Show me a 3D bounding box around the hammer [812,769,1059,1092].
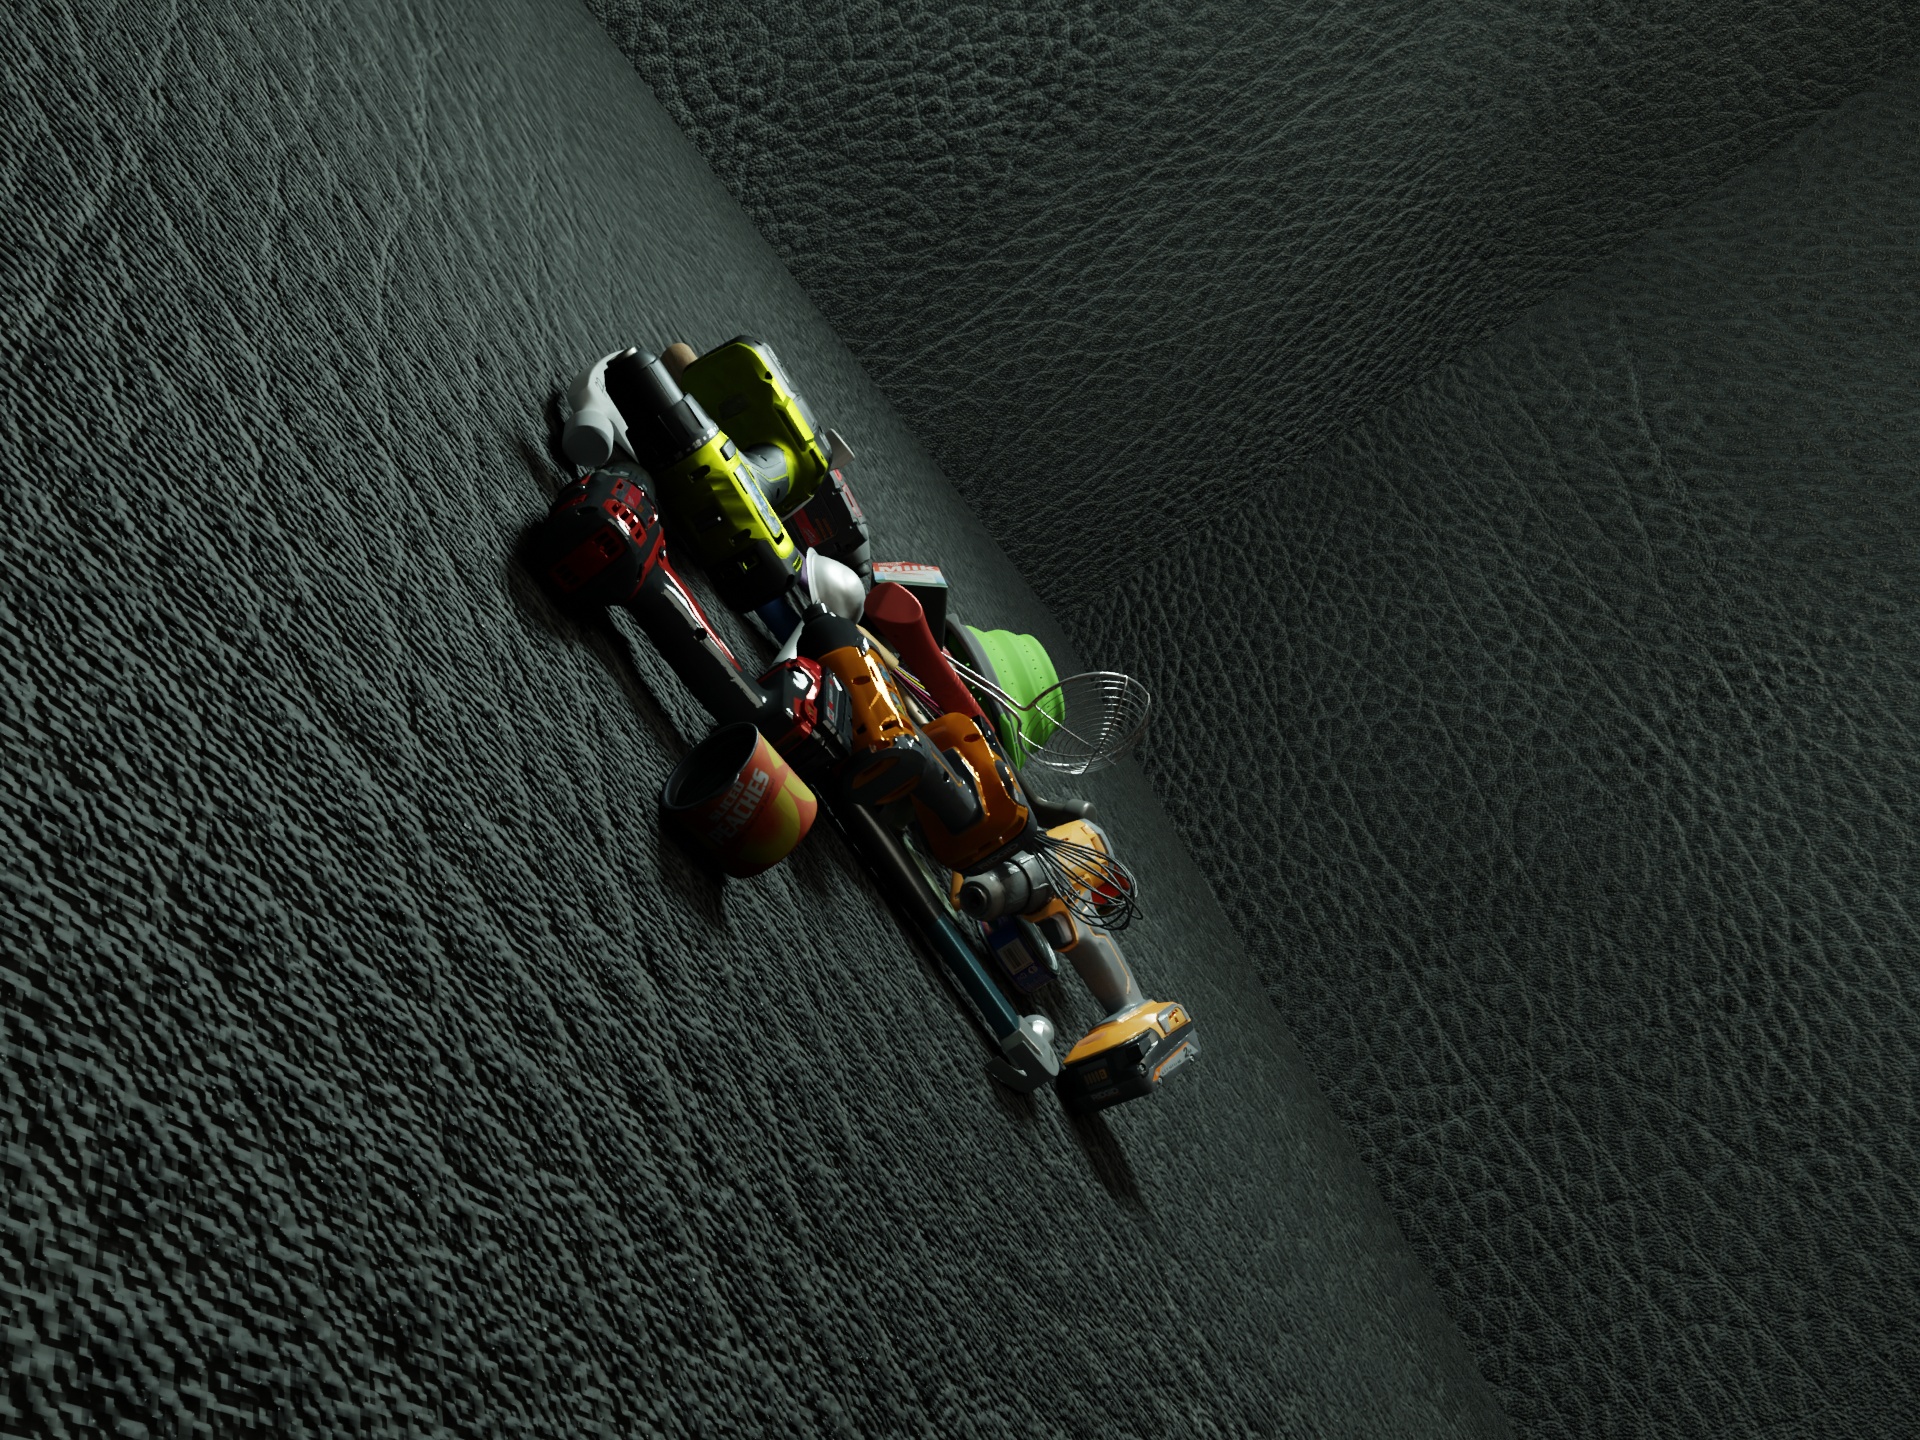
[{"bbox_3d":[-0.029,0.134,1.160,0.331,0.033,0.128,55,8,-8],"label":"hammer"}]

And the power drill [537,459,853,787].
[{"bbox_3d":[-0.167,-0.065,0.999,0.226,0.080,0.188,50,10,-19],"label":"power drill"}]

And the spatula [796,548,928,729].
[{"bbox_3d":[-0.110,-0.091,1.391,0.059,0.018,0.316,16,27,-48],"label":"spatula"}]

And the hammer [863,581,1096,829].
[{"bbox_3d":[-0.002,-0.005,1.410,0.149,0.037,0.358,11,-26,33],"label":"hammer"}]

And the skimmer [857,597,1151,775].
[{"bbox_3d":[0.004,-0.065,1.484,0.363,0.127,0.090,32,41,7],"label":"skimmer"}]

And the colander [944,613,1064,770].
[{"bbox_3d":[0.021,-0.069,1.783,0.398,0.094,0.204,-126,-160,-52],"label":"colander"}]

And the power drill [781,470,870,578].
[{"bbox_3d":[-0.141,-0.209,1.632,0.143,0.078,0.220,63,5,-4],"label":"power drill"}]

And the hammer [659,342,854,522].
[{"bbox_3d":[-0.209,-0.263,1.416,0.031,0.130,0.332,48,1,-42],"label":"hammer"}]

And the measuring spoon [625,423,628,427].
[{"bbox_3d":[-0.244,-0.201,1.273,0.124,0.018,0.034,55,15,-56],"label":"measuring spoon"}]

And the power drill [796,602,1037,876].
[{"bbox_3d":[-0.040,0.012,1.166,0.226,0.084,0.164,40,20,-54],"label":"power drill"}]

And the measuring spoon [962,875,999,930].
[{"bbox_3d":[0.009,0.113,1.292,0.128,0.021,0.042,64,24,-10],"label":"measuring spoon"}]

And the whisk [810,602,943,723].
[{"bbox_3d":[-0.049,-0.037,1.536,0.244,0.051,0.047,43,-19,-16],"label":"whisk"}]

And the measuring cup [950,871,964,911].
[{"bbox_3d":[-0.010,0.082,1.348,0.052,0.095,0.174,45,32,-32],"label":"measuring cup"}]

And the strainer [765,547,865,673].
[{"bbox_3d":[-0.112,-0.073,1.227,0.259,0.050,0.086,-70,147,-64],"label":"strainer"}]

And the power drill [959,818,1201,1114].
[{"bbox_3d":[0.092,0.199,1.293,0.185,0.084,0.226,-12,76,-56],"label":"power drill"}]

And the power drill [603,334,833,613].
[{"bbox_3d":[-0.173,-0.201,1.155,0.190,0.080,0.229,59,17,-20],"label":"power drill"}]

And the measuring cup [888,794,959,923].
[{"bbox_3d":[-0.033,0.085,1.284,0.168,0.038,0.083,58,9,17],"label":"measuring cup"}]

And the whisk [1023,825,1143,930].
[{"bbox_3d":[0.060,0.096,1.244,0.239,0.055,0.055,35,-10,47],"label":"whisk"}]

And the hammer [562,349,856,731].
[{"bbox_3d":[-0.170,-0.118,1.247,0.405,0.035,0.144,51,20,-38],"label":"hammer"}]
